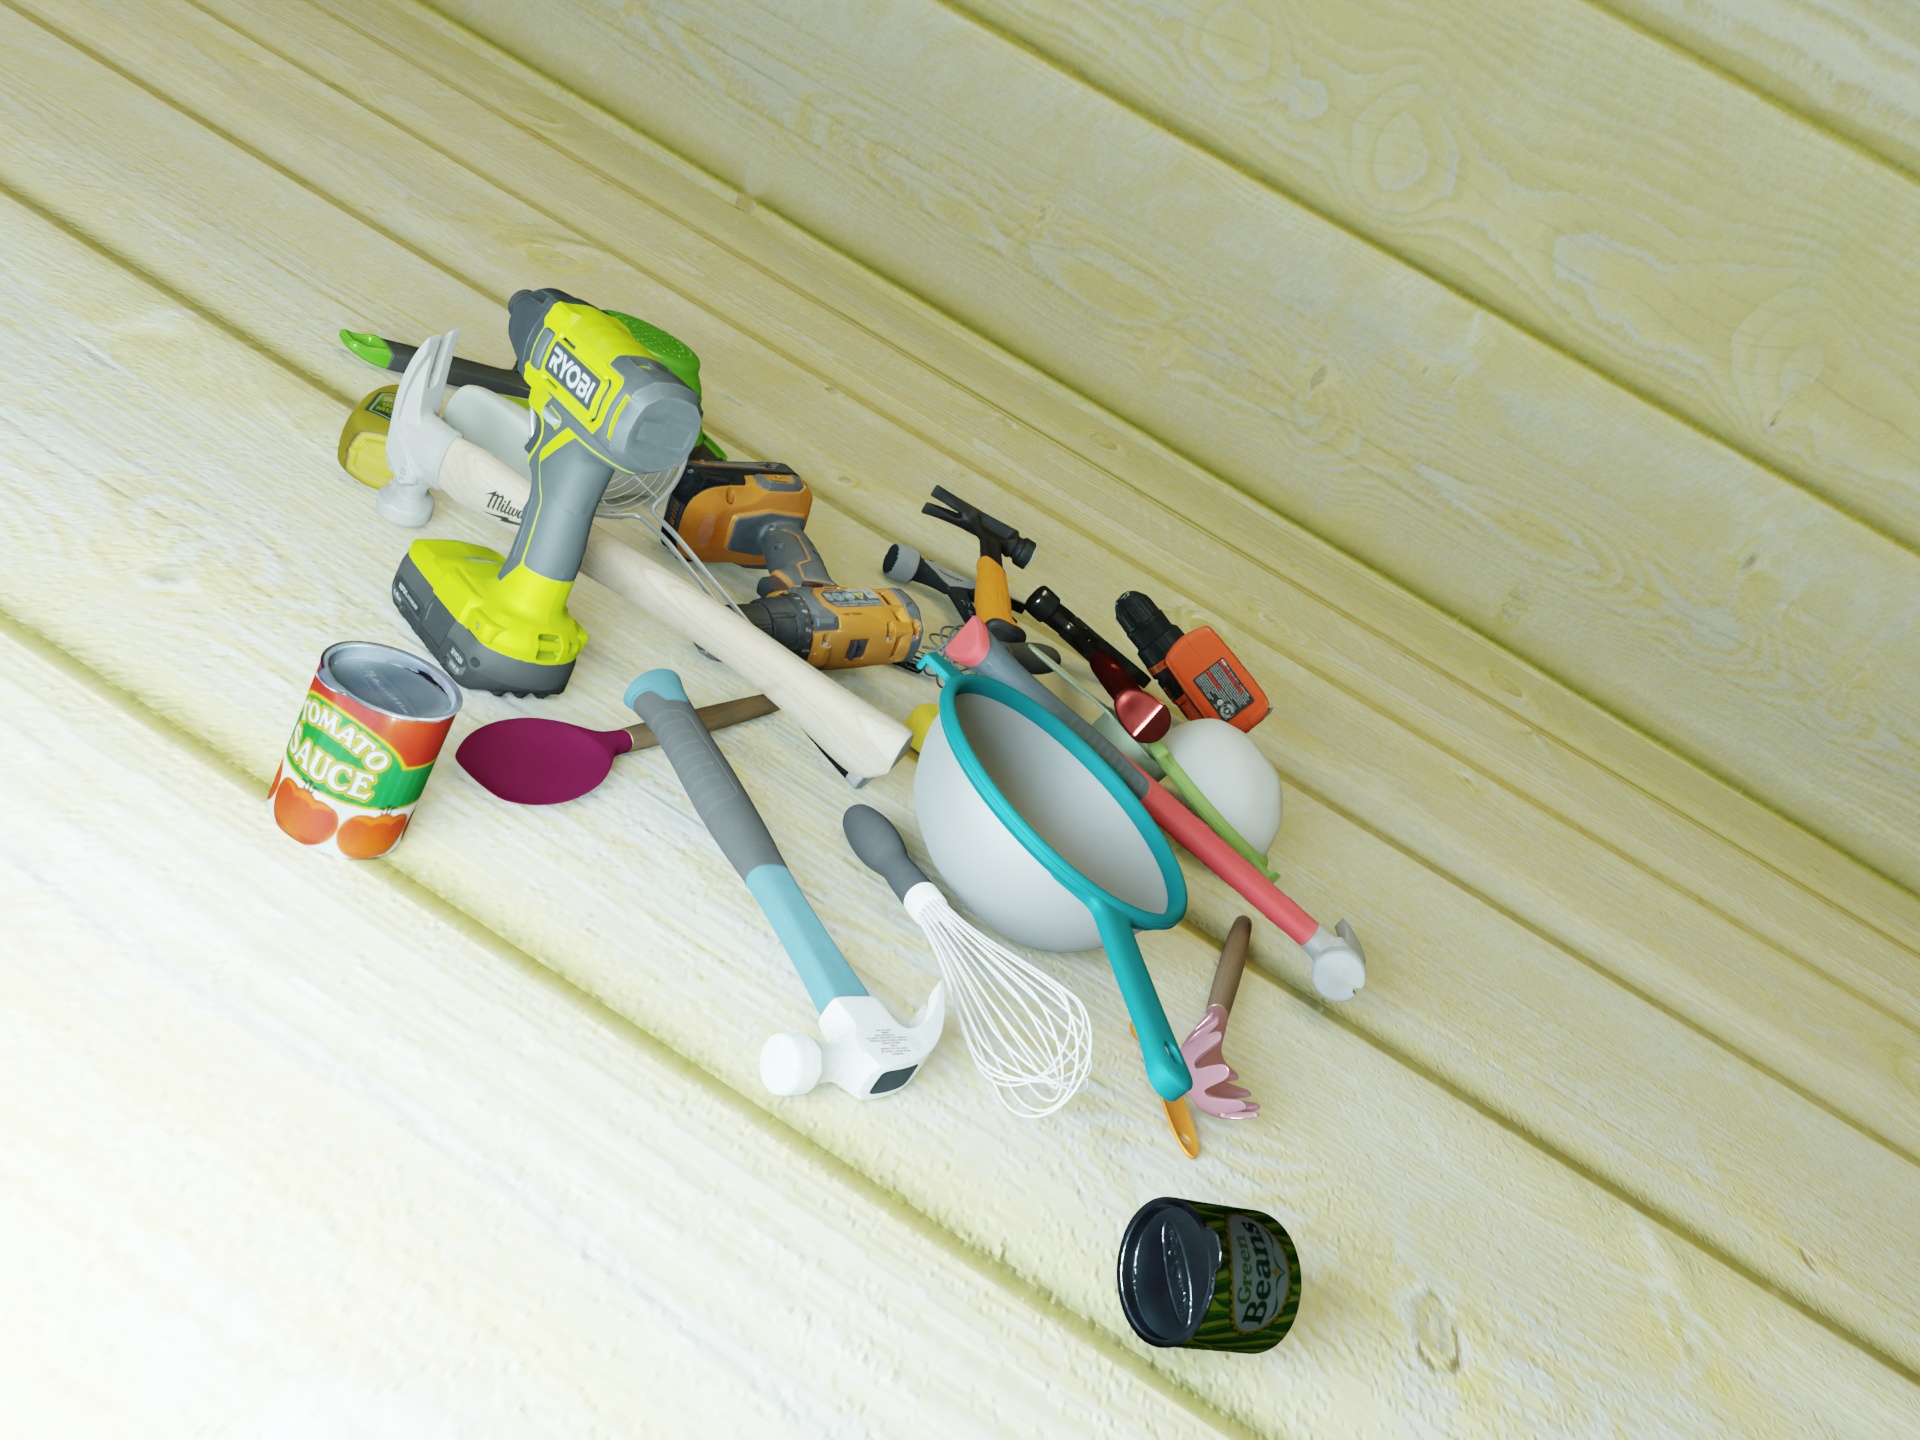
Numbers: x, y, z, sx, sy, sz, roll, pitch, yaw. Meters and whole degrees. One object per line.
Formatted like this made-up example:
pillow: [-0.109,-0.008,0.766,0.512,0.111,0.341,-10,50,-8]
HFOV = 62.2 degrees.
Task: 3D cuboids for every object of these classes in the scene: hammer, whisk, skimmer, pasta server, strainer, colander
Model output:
hammer: [0.147,0.058,1.197,0.386,0.038,0.143,41,11,3]
hammer: [0.024,-0.141,1.527,0.127,0.034,0.337,28,20,-13]
whisk: [0.033,-0.051,1.315,0.055,0.055,0.239,37,16,21]
skimmer: [-0.168,-0.110,1.107,0.127,0.090,0.363,-31,74,-35]
pasta server: [0.181,0.184,1.058,0.060,0.040,0.316,65,19,-4]
strainer: [0.231,0.039,1.384,0.151,0.069,0.256,48,11,-5]
hammer: [-0.205,-0.097,1.047,0.411,0.146,0.038,33,34,7]
hammer: [-0.114,0.078,0.888,0.128,0.033,0.331,11,31,-43]
strainer: [0.054,0.115,0.975,0.210,0.095,0.341,32,24,-33]
hammer: [0.042,-0.040,1.414,0.149,0.036,0.409,20,22,-27]
hammer: [0.139,-0.035,1.405,0.149,0.036,0.359,40,8,-13]
whisk: [-0.005,0.124,0.922,0.070,0.070,0.285,15,20,-36]
colander: [-0.370,-0.334,1.466,0.396,0.094,0.205,5,31,-49]

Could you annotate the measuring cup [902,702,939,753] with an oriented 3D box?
measuring cup: [-0.002,-0.004,1.268,0.062,0.029,0.156,31,22,5]

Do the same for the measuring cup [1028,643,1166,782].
measuring cup: [0.107,0.000,1.343,0.167,0.038,0.083,41,11,-16]

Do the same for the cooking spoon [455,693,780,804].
cooking spoon: [-0.195,0.009,0.990,0.069,0.017,0.319,39,22,14]

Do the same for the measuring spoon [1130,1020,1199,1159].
measuring spoon: [0.119,0.217,0.938,0.021,0.011,0.117,29,22,-24]

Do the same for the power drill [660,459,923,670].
power drill: [-0.158,-0.117,1.251,0.185,0.084,0.226,-6,42,-38]

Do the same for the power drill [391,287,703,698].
power drill: [-0.257,-0.141,0.966,0.080,0.223,0.171,4,32,-51]
